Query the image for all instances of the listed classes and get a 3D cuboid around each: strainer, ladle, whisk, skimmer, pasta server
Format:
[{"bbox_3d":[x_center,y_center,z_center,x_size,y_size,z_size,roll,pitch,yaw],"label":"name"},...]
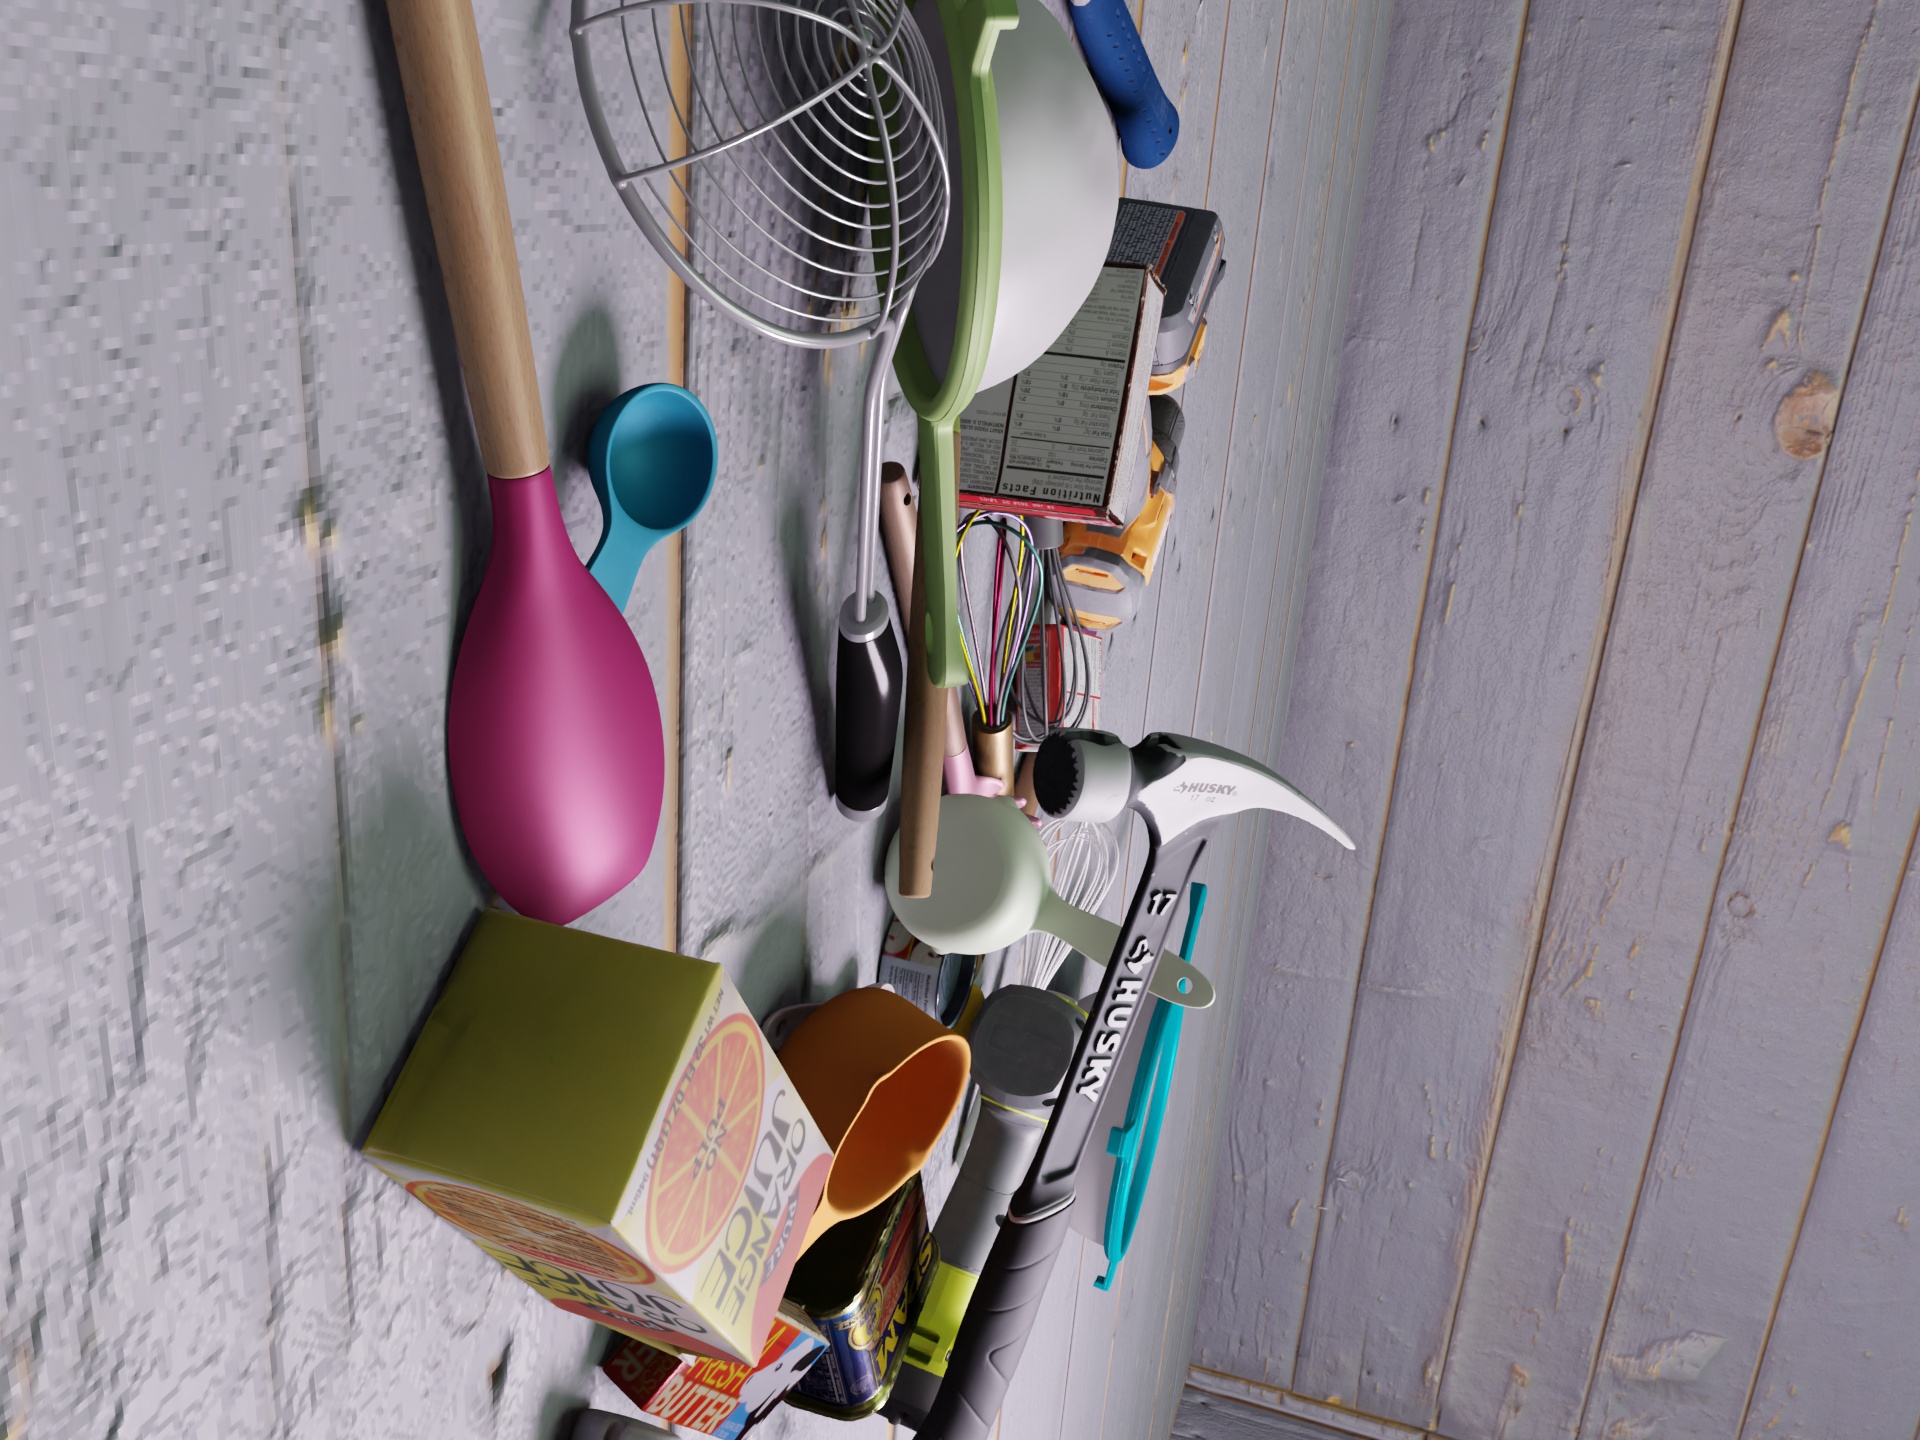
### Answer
[{"bbox_3d":[0.016,-0.131,0.555,0.152,0.069,0.256,-120,-155,-60],"label":"strainer"},{"bbox_3d":[0.003,-0.087,0.633,0.078,0.062,0.320,-12,106,-79],"label":"ladle"},{"bbox_3d":[0.040,-0.095,0.839,0.055,0.055,0.238,-48,140,-61],"label":"whisk"},{"bbox_3d":[-0.057,-0.086,0.536,0.363,0.090,0.127,96,18,-53],"label":"skimmer"},{"bbox_3d":[0.118,0.242,1.223,0.341,0.095,0.210,-66,162,-46],"label":"strainer"},{"bbox_3d":[0.019,-0.017,0.817,0.244,0.051,0.047,87,15,-48],"label":"whisk"},{"bbox_3d":[-0.001,-0.002,0.763,0.060,0.040,0.315,-57,153,-29],"label":"pasta server"},{"bbox_3d":[0.046,0.172,1.019,0.059,0.058,0.246,75,33,-72],"label":"whisk"}]

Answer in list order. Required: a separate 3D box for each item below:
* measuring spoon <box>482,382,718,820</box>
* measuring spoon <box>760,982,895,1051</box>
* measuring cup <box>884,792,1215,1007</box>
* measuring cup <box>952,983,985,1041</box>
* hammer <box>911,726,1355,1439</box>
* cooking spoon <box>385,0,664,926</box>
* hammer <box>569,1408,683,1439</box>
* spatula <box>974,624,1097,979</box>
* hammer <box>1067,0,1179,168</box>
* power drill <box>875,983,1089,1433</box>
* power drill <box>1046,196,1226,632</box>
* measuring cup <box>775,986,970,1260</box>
[{"bbox_3d":[-0.106,-0.034,0.435,0.042,0.021,0.129,36,73,-54],"label":"measuring spoon"},{"bbox_3d":[-0.061,0.131,0.694,0.124,0.018,0.034,19,81,-67],"label":"measuring spoon"},{"bbox_3d":[0.039,0.089,0.729,0.083,0.168,0.038,-64,158,0],"label":"measuring cup"},{"bbox_3d":[-0.019,0.190,0.831,0.156,0.029,0.062,-56,152,-60],"label":"measuring cup"},{"bbox_3d":[0.045,0.192,0.694,0.036,0.149,0.408,47,-55,53],"label":"hammer"},{"bbox_3d":[-0.107,-0.083,0.369,0.069,0.017,0.318,-35,134,-41],"label":"cooking spoon"},{"bbox_3d":[-0.098,0.372,0.667,0.386,0.038,0.143,66,39,-63],"label":"hammer"},{"bbox_3d":[0.048,0.022,0.980,0.059,0.018,0.316,74,29,-48],"label":"spatula"},{"bbox_3d":[0.057,-0.358,0.743,0.405,0.035,0.144,6,95,-74],"label":"hammer"},{"bbox_3d":[0.019,0.260,0.869,0.190,0.080,0.228,59,52,-72],"label":"power drill"},{"bbox_3d":[0.102,-0.189,0.928,0.226,0.084,0.185,88,20,-50],"label":"power drill"},{"bbox_3d":[-0.071,0.182,0.643,0.173,0.052,0.095,-46,149,-19],"label":"measuring cup"}]
